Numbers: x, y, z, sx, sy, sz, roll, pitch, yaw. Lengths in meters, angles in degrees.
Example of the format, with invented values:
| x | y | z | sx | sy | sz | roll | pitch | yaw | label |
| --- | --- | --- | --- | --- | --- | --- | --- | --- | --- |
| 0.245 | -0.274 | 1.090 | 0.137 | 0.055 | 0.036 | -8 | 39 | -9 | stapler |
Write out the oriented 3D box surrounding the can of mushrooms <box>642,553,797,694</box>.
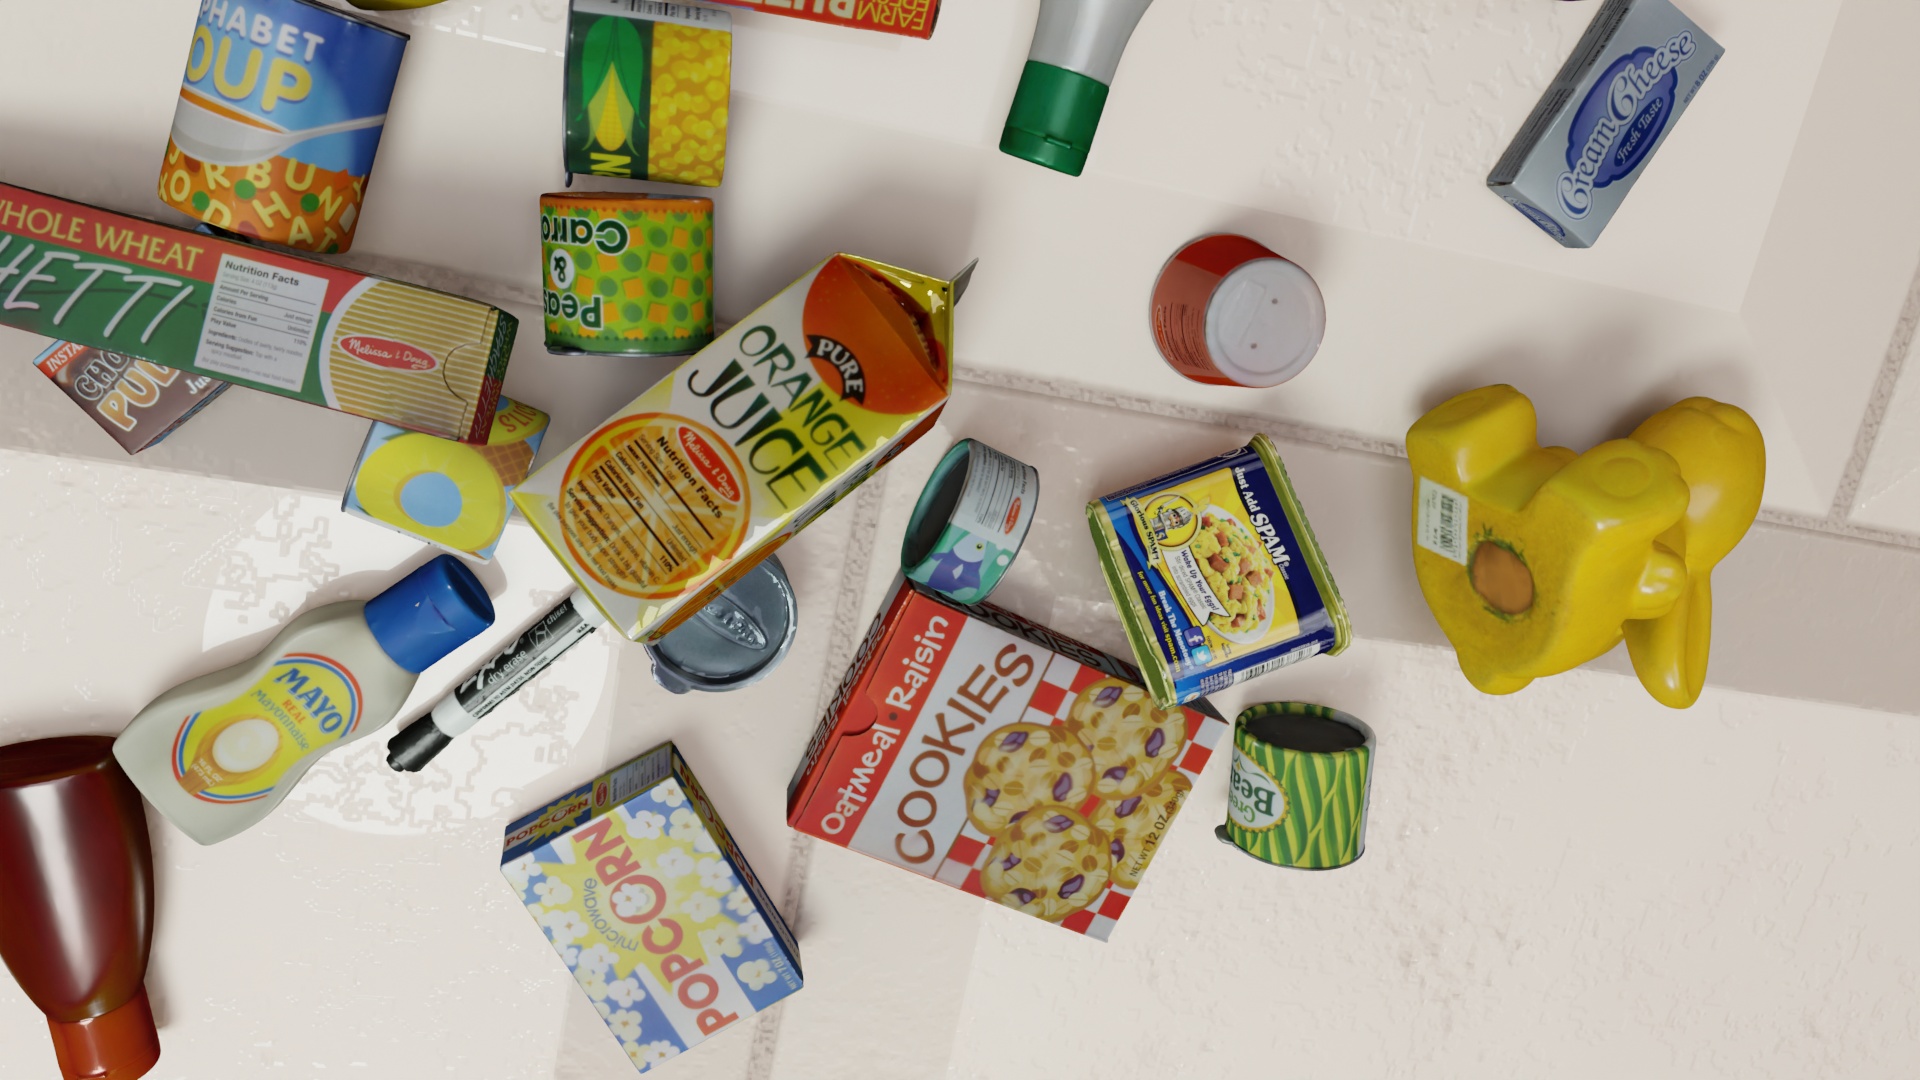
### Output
| x | y | z | sx | sy | sz | roll | pitch | yaw | label |
| --- | --- | --- | --- | --- | --- | --- | --- | --- | --- |
| -0.106 | 0.031 | 0.597 | 0.071 | 0.033 | 0.070 | -3 | 107 | -11 | can of mushrooms |

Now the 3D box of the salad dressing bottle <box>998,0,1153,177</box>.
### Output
| x | y | z | sx | sy | sz | roll | pitch | yaw | label |
| --- | --- | --- | --- | --- | --- | --- | --- | --- | --- |
| 0.054 | -0.222 | 0.555 | 0.064 | 0.044 | 0.147 | 15 | 103 | -17 | salad dressing bottle |

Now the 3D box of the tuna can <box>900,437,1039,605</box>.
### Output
| x | y | z | sx | sy | sz | roll | pitch | yaw | label |
| --- | --- | --- | --- | --- | --- | --- | --- | --- | --- |
| 0.002 | -0.007 | 0.594 | 0.033 | 0.071 | 0.071 | 26 | 99 | -16 | tuna can |

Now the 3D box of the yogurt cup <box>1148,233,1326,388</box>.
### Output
| x | y | z | sx | sy | sz | roll | pitch | yaw | label |
| --- | --- | --- | --- | --- | --- | --- | --- | --- | --- |
| 0.121 | -0.096 | 0.598 | 0.072 | 0.054 | 0.072 | -3 | 106 | -10 | yogurt cup |

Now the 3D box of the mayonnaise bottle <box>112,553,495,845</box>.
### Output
| x | y | z | sx | sy | sz | roll | pitch | yaw | label |
| --- | --- | --- | --- | --- | --- | --- | --- | --- | --- |
| -0.263 | 0.060 | 0.569 | 0.148 | 0.041 | 0.064 | -34 | 108 | 0 | mayonnaise bottle |

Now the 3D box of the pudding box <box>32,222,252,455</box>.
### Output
| x | y | z | sx | sy | sz | roll | pitch | yaw | label |
| --- | --- | --- | --- | --- | --- | --- | --- | --- | --- |
| -0.297 | -0.078 | 0.529 | 0.084 | 0.030 | 0.049 | -38 | 108 | 0 | pudding box |

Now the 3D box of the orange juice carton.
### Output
| x | y | z | sx | sy | sz | roll | pitch | yaw | label |
| --- | --- | --- | --- | --- | --- | --- | --- | --- | --- |
| -0.071 | -0.045 | 0.545 | 0.193 | 0.071 | 0.073 | -39 | 89 | -9 | orange juice carton |

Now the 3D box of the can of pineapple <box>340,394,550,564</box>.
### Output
| x | y | z | sx | sy | sz | roll | pitch | yaw | label |
| --- | --- | --- | --- | --- | --- | --- | --- | --- | --- |
| -0.199 | -0.032 | 0.543 | 0.058 | 0.071 | 0.071 | 23 | 100 | -18 | can of pineapple |

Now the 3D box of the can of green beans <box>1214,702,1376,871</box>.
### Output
| x | y | z | sx | sy | sz | roll | pitch | yaw | label |
| --- | --- | --- | --- | --- | --- | --- | --- | --- | --- |
| 0.161 | 0.115 | 0.659 | 0.071 | 0.071 | 0.057 | -1 | 106 | -11 | can of green beans |

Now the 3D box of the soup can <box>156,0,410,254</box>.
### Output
| x | y | z | sx | sy | sz | roll | pitch | yaw | label |
| --- | --- | --- | --- | --- | --- | --- | --- | --- | --- |
| -0.244 | -0.153 | 0.497 | 0.071 | 0.071 | 0.083 | 17 | 102 | -16 | soup can |

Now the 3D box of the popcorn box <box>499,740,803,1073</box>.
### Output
| x | y | z | sx | sy | sz | roll | pitch | yaw | label |
| --- | --- | --- | --- | --- | --- | --- | --- | --- | --- |
| -0.137 | 0.166 | 0.627 | 0.085 | 0.038 | 0.126 | -27 | 109 | -3 | popcorn box |

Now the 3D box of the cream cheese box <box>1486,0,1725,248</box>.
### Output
| x | y | z | sx | sy | sz | roll | pitch | yaw | label |
| --- | --- | --- | --- | --- | --- | --- | --- | --- | --- |
| 0.288 | -0.189 | 0.622 | 0.053 | 0.024 | 0.103 | 30 | 97 | -16 | cream cheese box |

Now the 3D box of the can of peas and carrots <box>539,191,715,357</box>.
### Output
| x | y | z | sx | sy | sz | roll | pitch | yaw | label |
| --- | --- | --- | --- | --- | --- | --- | --- | --- | --- |
| -0.129 | -0.104 | 0.535 | 0.071 | 0.071 | 0.058 | -1 | 105 | -11 | can of peas and carrots |

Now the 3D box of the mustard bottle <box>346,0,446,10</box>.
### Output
| x | y | z | sx | sy | sz | roll | pitch | yaw | label |
| --- | --- | --- | --- | --- | --- | --- | --- | --- | --- |
| -0.156 | -0.244 | 0.501 | 0.160 | 0.049 | 0.065 | -23 | 103 | -5 | mustard bottle |

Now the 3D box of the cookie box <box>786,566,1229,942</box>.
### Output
| x | y | z | sx | sy | sz | roll | pitch | yaw | label |
| --- | --- | --- | --- | --- | --- | --- | --- | --- | --- |
| 0.021 | 0.101 | 0.640 | 0.167 | 0.040 | 0.122 | 24 | 99 | -17 | cookie box |

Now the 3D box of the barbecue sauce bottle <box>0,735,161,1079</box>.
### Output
| x | y | z | sx | sy | sz | roll | pitch | yaw | label |
| --- | --- | --- | --- | --- | --- | --- | --- | --- | --- |
| -0.366 | 0.156 | 0.574 | 0.065 | 0.044 | 0.148 | -5 | 107 | -10 | barbecue sauce bottle |

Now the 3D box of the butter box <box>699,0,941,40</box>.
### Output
| x | y | z | sx | sy | sz | roll | pitch | yaw | label |
| --- | --- | --- | --- | --- | --- | --- | --- | --- | --- |
| -0.060 | -0.222 | 0.525 | 0.103 | 0.053 | 0.024 | 5 | 143 | -13 | butter box |

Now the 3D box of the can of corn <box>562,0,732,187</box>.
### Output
| x | y | z | sx | sy | sz | roll | pitch | yaw | label |
| --- | --- | --- | --- | --- | --- | --- | --- | --- | --- |
| -0.117 | -0.166 | 0.522 | 0.058 | 0.071 | 0.071 | 3 | 105 | -13 | can of corn |

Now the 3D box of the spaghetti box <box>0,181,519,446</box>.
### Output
| x | y | z | sx | sy | sz | roll | pitch | yaw | label |
| --- | --- | --- | --- | --- | --- | --- | --- | --- | --- |
| -0.284 | -0.088 | 0.491 | 0.250 | 0.028 | 0.050 | 14 | 89 | 1 | spaghetti box |
